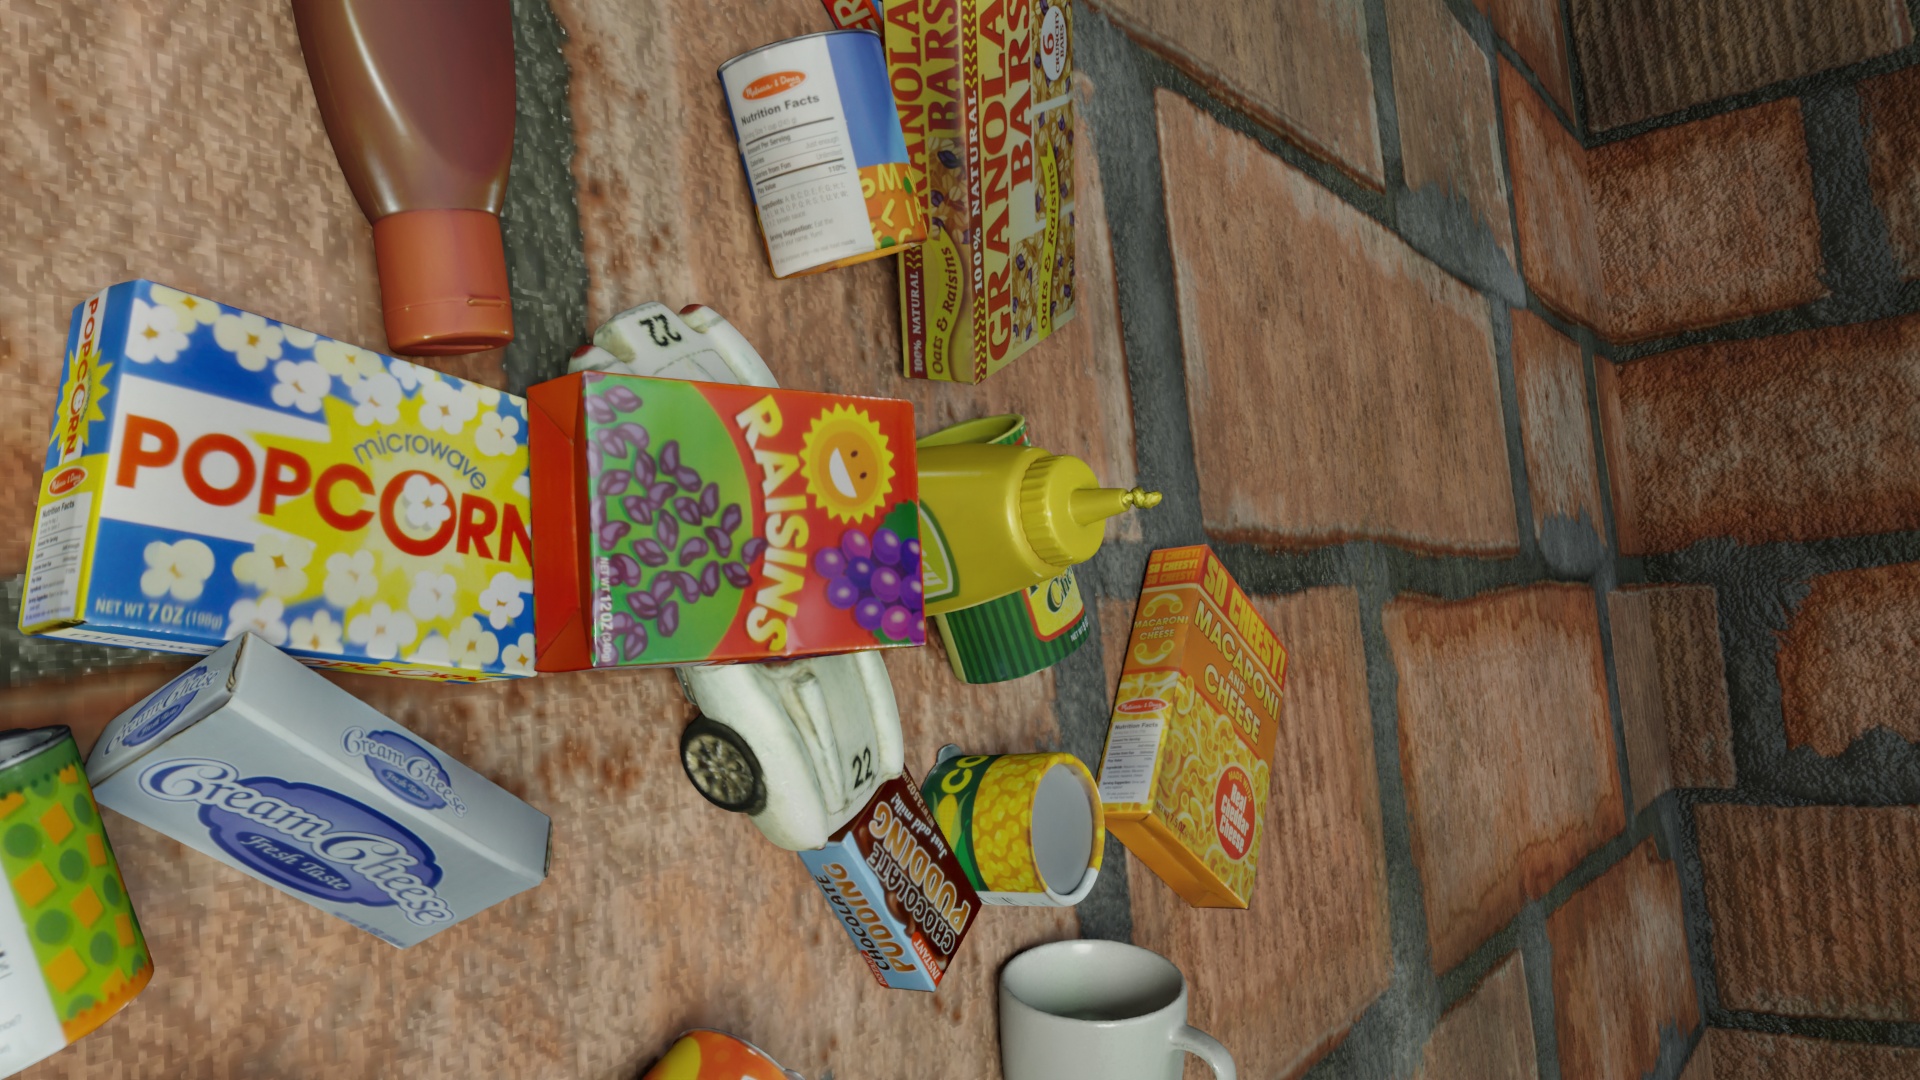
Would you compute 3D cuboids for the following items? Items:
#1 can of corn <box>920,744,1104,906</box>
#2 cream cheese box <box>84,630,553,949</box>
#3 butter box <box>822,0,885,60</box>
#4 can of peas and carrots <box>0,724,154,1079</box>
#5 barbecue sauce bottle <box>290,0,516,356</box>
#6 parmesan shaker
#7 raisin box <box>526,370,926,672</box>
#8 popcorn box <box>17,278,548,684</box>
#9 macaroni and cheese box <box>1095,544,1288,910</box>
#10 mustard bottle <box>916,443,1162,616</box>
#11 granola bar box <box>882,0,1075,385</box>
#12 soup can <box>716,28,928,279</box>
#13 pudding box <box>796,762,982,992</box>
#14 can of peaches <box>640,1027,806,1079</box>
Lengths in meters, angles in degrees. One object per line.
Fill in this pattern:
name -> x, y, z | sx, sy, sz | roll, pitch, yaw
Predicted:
can of corn -> 0.022, 0.124, 0.607 | 0.071, 0.058, 0.071 | 17, 70, -53
cream cheese box -> -0.163, 0.069, 0.362 | 0.103, 0.053, 0.024 | 47, 21, -39
butter box -> -0.022, -0.223, 0.654 | 0.103, 0.024, 0.053 | 58, 41, -28
can of peas and carrots -> -0.211, 0.077, 0.287 | 0.071, 0.071, 0.058 | -26, 105, -54
barbecue sauce bottle -> -0.163, -0.132, 0.418 | 0.065, 0.043, 0.148 | -8, 90, -55
parmesan shaker -> 0.013, 0.003, 0.616 | 0.071, 0.071, 0.103 | -38, 114, -51
raisin box -> -0.070, -0.004, 0.436 | 0.123, 0.040, 0.086 | 0, 84, -43
popcorn box -> -0.174, -0.009, 0.378 | 0.127, 0.038, 0.085 | 17, 68, -52
macaroni and cheese box -> 0.134, 0.105, 0.785 | 0.123, 0.040, 0.167 | 47, 48, -38
mustard bottle -> 0.002, -0.007, 0.520 | 0.049, 0.160, 0.065 | -41, 115, -49
granola bar box -> 0.012, -0.168, 0.630 | 0.125, 0.039, 0.164 | -42, 135, -55
soup can -> -0.053, -0.154, 0.558 | 0.071, 0.071, 0.083 | -26, 105, -54
pudding box -> -0.029, 0.134, 0.558 | 0.050, 0.030, 0.083 | -51, 123, -45
can of peaches -> -0.082, 0.198, 0.434 | 0.058, 0.071, 0.071 | -41, 116, -49
